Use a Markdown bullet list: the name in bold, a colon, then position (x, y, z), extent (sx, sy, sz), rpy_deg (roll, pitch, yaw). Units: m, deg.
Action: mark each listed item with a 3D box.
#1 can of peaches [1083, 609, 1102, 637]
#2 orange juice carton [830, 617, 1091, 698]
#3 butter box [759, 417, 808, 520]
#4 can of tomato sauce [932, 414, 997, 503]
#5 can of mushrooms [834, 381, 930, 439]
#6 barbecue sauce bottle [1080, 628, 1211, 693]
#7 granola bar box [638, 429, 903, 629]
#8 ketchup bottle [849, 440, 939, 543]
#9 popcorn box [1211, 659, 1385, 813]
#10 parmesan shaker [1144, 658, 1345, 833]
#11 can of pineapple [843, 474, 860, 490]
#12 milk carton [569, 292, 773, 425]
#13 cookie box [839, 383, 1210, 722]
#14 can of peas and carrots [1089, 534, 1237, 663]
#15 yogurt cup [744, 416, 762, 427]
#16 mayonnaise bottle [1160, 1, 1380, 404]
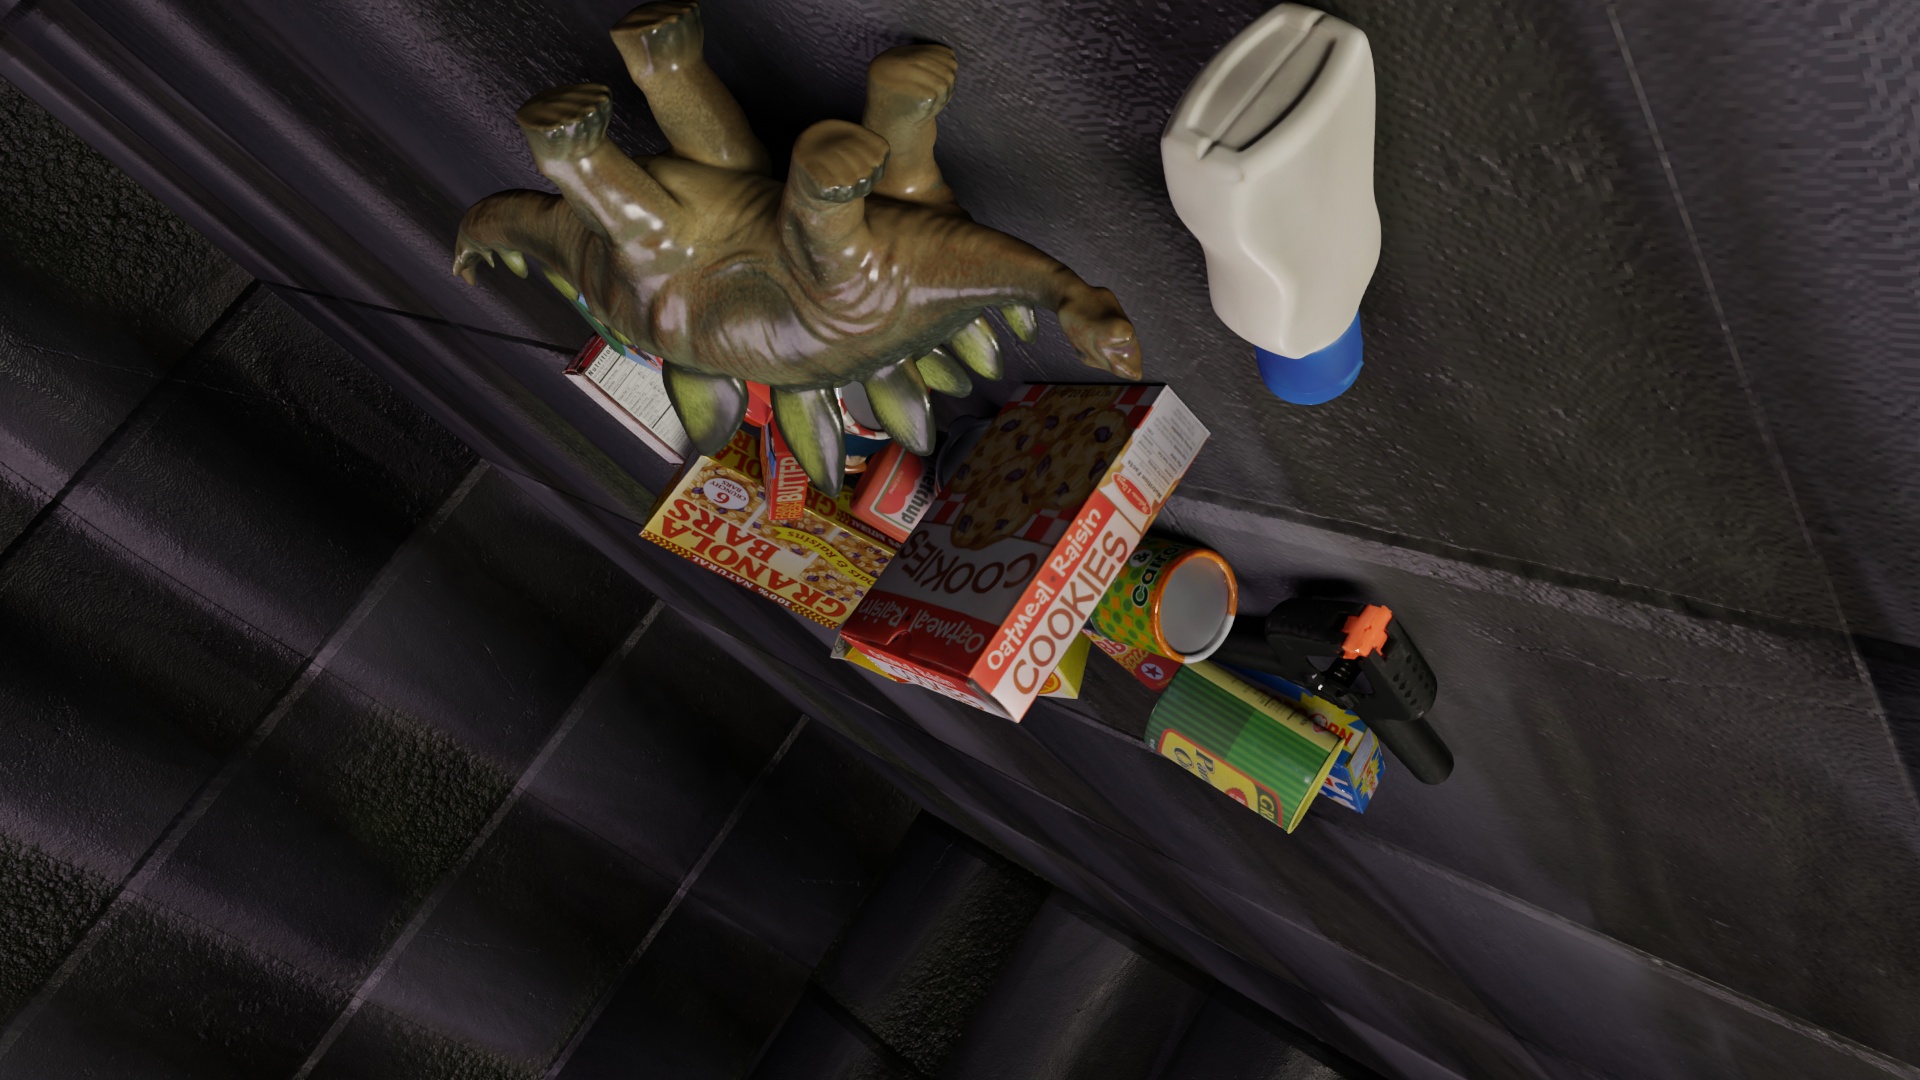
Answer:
- **can of peaches**: position (0.077, 0.015, 0.841), extent (0.071, 0.058, 0.071), rpy_deg (32, 165, 10)
- **orange juice carton**: position (-0.004, 0.063, 1.028), extent (0.192, 0.072, 0.072), rpy_deg (2, 150, 26)
- **butter box**: position (-0.114, -0.057, 0.898), extent (0.024, 0.053, 0.103), rpy_deg (-6, 157, -12)
- **can of tomato sauce**: position (0.016, -0.030, 0.817), extent (0.071, 0.071, 0.083), rpy_deg (34, 166, 6)
- **can of mushrooms**: position (-0.049, -0.090, 0.774), extent (0.033, 0.071, 0.071), rpy_deg (15, 155, 51)
- **barbecue sauce bottle**: position (0.093, 0.039, 0.904), extent (0.148, 0.044, 0.064), rpy_deg (38, 146, -10)
- **granola bar box**: position (-0.132, -0.008, 1.010), extent (0.165, 0.039, 0.123), rpy_deg (28, 140, -18)
- **ketchup bottle**: position (0.003, -0.012, 0.924), extent (0.149, 0.065, 0.043), rpy_deg (30, 177, -16)
- **popcorn box**: position (0.214, 0.124, 0.925), extent (0.127, 0.038, 0.085), rpy_deg (26, 162, 34)
- **parmesan shaker**: position (0.172, 0.123, 0.849), extent (0.103, 0.071, 0.071), rpy_deg (30, 165, 21)
- **can of pineapple**: position (-0.080, -0.013, 1.090), extent (0.058, 0.071, 0.071), rpy_deg (21, 160, 43)
- **milk carton**: position (-0.150, -0.133, 0.846), extent (0.191, 0.072, 0.073), rpy_deg (26, 163, 32)
- **cookie box**: position (0.027, -0.002, 0.672), extent (0.040, 0.168, 0.123), rpy_deg (44, 163, -28)
- **can of peas and carrots**: position (0.114, 0.030, 0.792), extent (0.059, 0.071, 0.071), rpy_deg (14, 155, 52)
- **yogurt cup**: position (-0.138, -0.110, 0.915), extent (0.072, 0.072, 0.054), rpy_deg (24, 170, 37)
- **mayonnaise bottle**: position (0.102, -0.092, 0.430), extent (0.041, 0.065, 0.147), rpy_deg (36, 172, 29)
